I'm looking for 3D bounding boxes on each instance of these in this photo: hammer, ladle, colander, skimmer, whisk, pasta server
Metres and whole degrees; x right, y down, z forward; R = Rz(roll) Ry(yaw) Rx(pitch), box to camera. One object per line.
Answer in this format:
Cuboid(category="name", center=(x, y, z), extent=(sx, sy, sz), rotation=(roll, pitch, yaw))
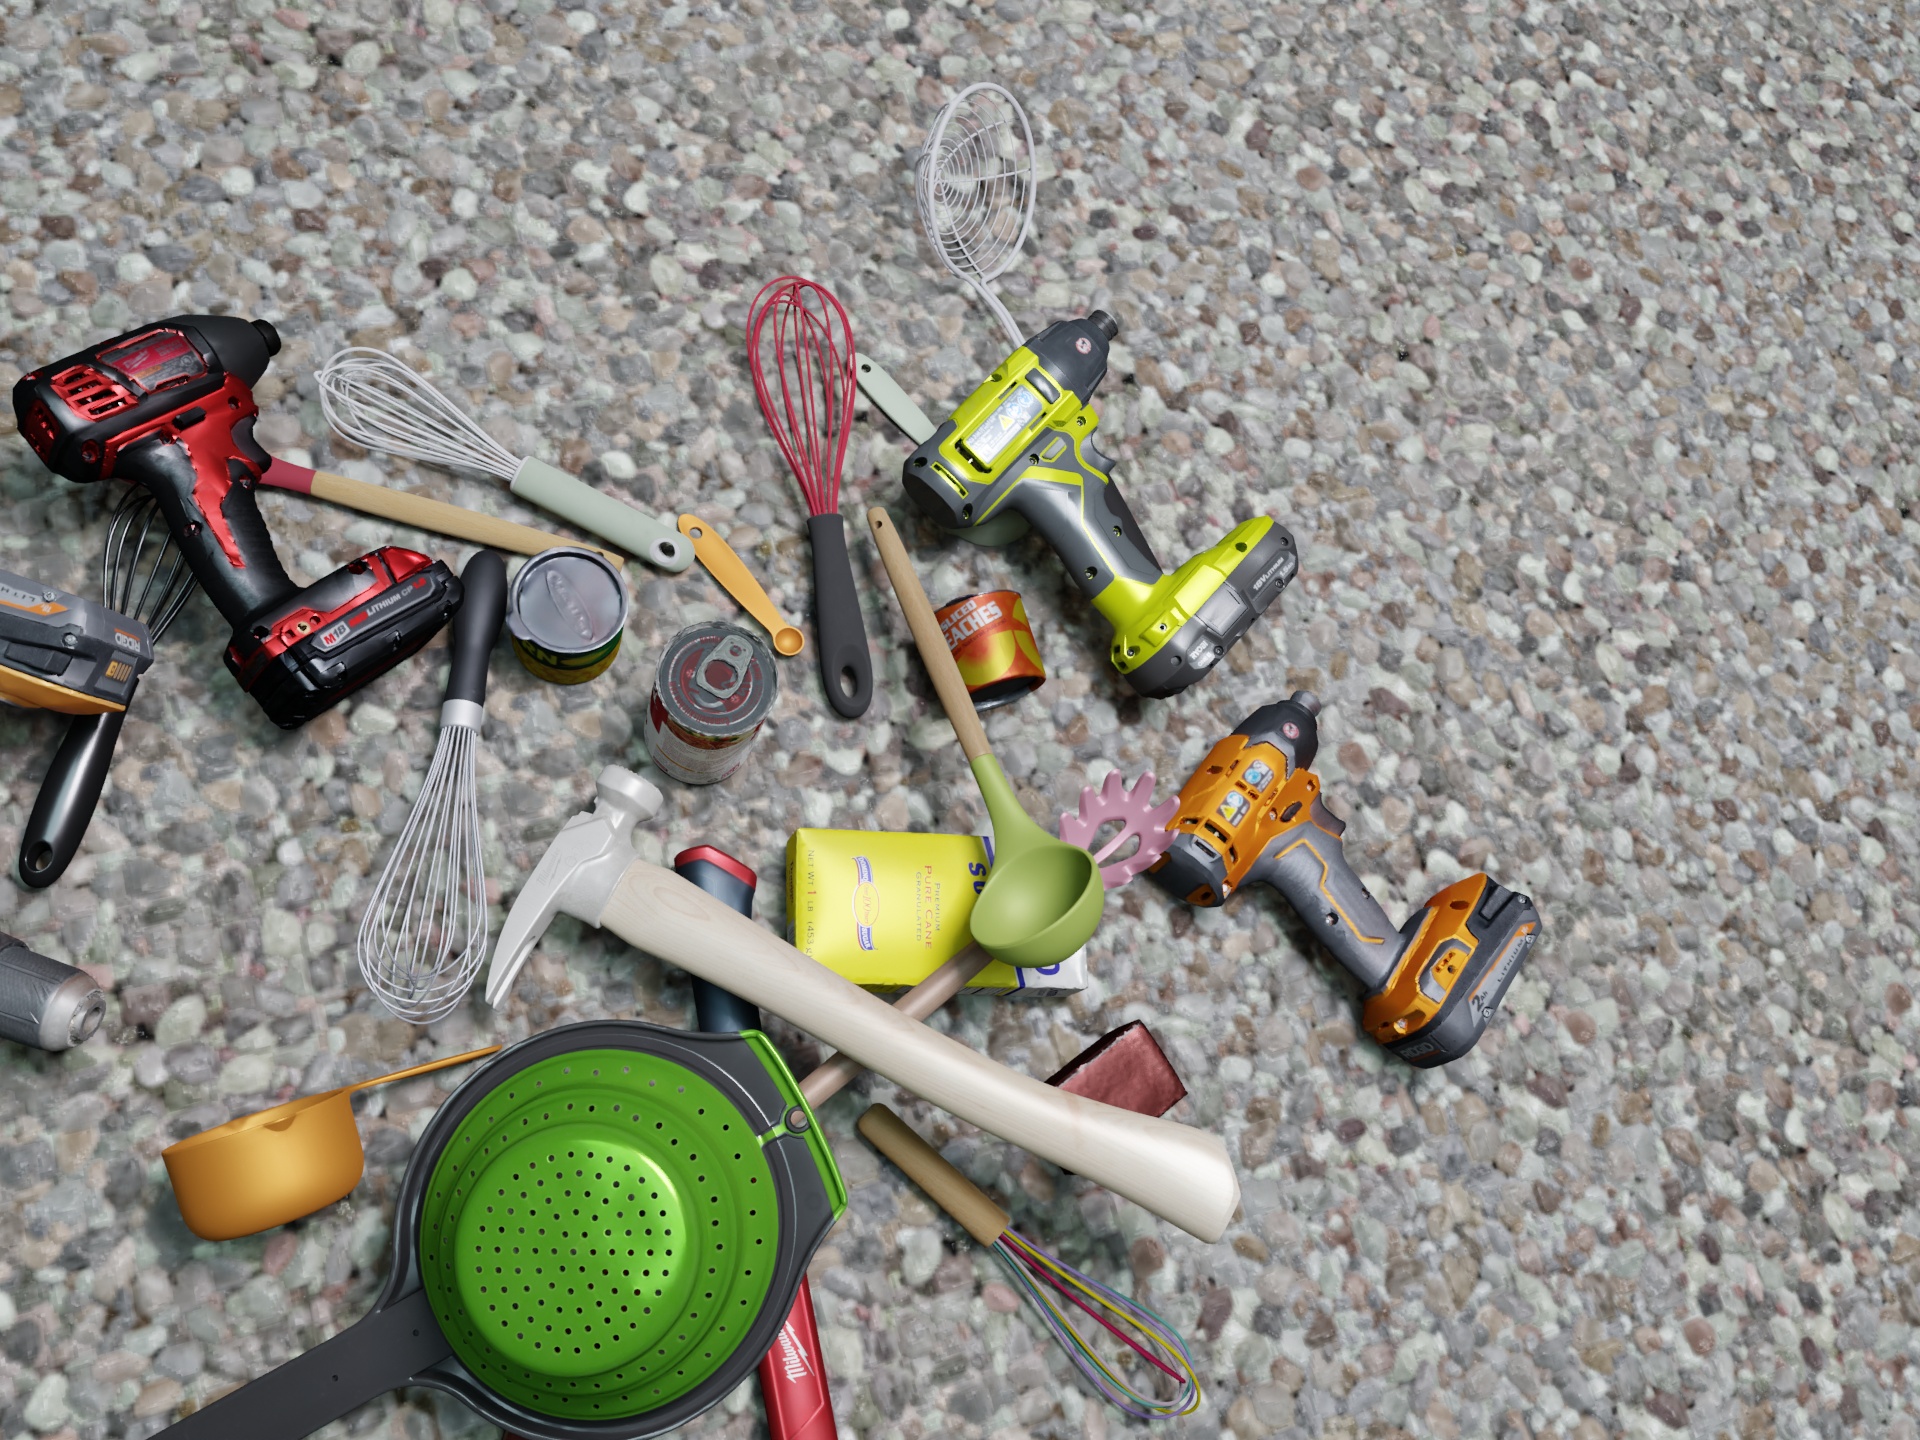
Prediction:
Cuboid(category="hammer", center=(-0.124, 0.259, 0.865), extent=(0.143, 0.038, 0.386), rotation=(-9, 74, -16))
Cuboid(category="ladle", center=(-0.001, -0.003, 0.918), extent=(0.078, 0.062, 0.320), rotation=(-28, 63, 10))
Cuboid(category="colander", center=(-0.247, 0.284, 0.746), extent=(0.397, 0.094, 0.204), rotation=(-28, 82, -8))
Cuboid(category="skimmer", center=(0.073, -0.248, 1.066), extent=(0.127, 0.090, 0.363), rotation=(-17, 77, -53))
Cuboid(category="whisk", center=(-0.463, -0.025, 0.865), extent=(0.055, 0.055, 0.239), rotation=(15, 73, -10))
Cuboid(category="ladle", center=(-0.356, -0.135, 0.943), extent=(0.315, 0.031, 0.069), rotation=(15, 69, -12))
Cuboid(category="pasta server", center=(0.001, 0.136, 0.894), extent=(0.316, 0.040, 0.060), rotation=(-37, 70, -20))
Cuboid(category="whisk", center=(-0.088, -0.146, 1.007), extent=(0.073, 0.073, 0.296), rotation=(-5, 79, -17))
Cuboid(category="whisk", center=(-0.274, -0.153, 0.964), extent=(0.246, 0.059, 0.058), rotation=(27, 103, -9))
Cuboid(category="hammer", center=(-0.049, 0.175, 0.844), extent=(0.411, 0.038, 0.146), rotation=(26, 71, 8))
Cuboid(category="whisk", center=(0.040, 0.301, 0.894), extent=(0.245, 0.047, 0.051), rotation=(41, 67, 5))
Cuboid(category="whisk", center=(-0.284, 0.029, 0.893), extent=(0.070, 0.070, 0.285), rotation=(8, 65, -13))

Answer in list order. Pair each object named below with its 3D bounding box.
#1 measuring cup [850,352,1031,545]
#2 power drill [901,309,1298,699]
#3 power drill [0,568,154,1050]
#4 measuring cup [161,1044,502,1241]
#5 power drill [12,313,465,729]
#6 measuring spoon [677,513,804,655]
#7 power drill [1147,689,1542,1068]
Cuboid(category="measuring cup", center=(-0.011, -0.189, 1.049), extent=(0.167, 0.038, 0.083), rotation=(46, 66, 1))
Cuboid(category="power drill", center=(0.097, -0.138, 1.004), extent=(0.223, 0.080, 0.171), rotation=(44, 77, -5))
Cuboid(category="power drill", center=(-0.486, 0.043, 0.791), extent=(0.185, 0.084, 0.226), rotation=(19, 82, 1))
Cuboid(category="measuring cup", center=(-0.311, 0.214, 0.815), extent=(0.173, 0.095, 0.052), rotation=(-13, 86, -40))
Cuboid(category="power drill", center=(-0.382, -0.119, 0.865), extent=(0.219, 0.078, 0.143), rotation=(53, 48, -8))
Cuboid(category="measuring spoon", center=(-0.139, -0.084, 0.996), extent=(0.021, 0.011, 0.117), rotation=(-37, 81, -24))
Cuboid(category="power drill", center=(0.245, 0.092, 1.004), extent=(0.226, 0.084, 0.164), rotation=(38, 66, 4))
